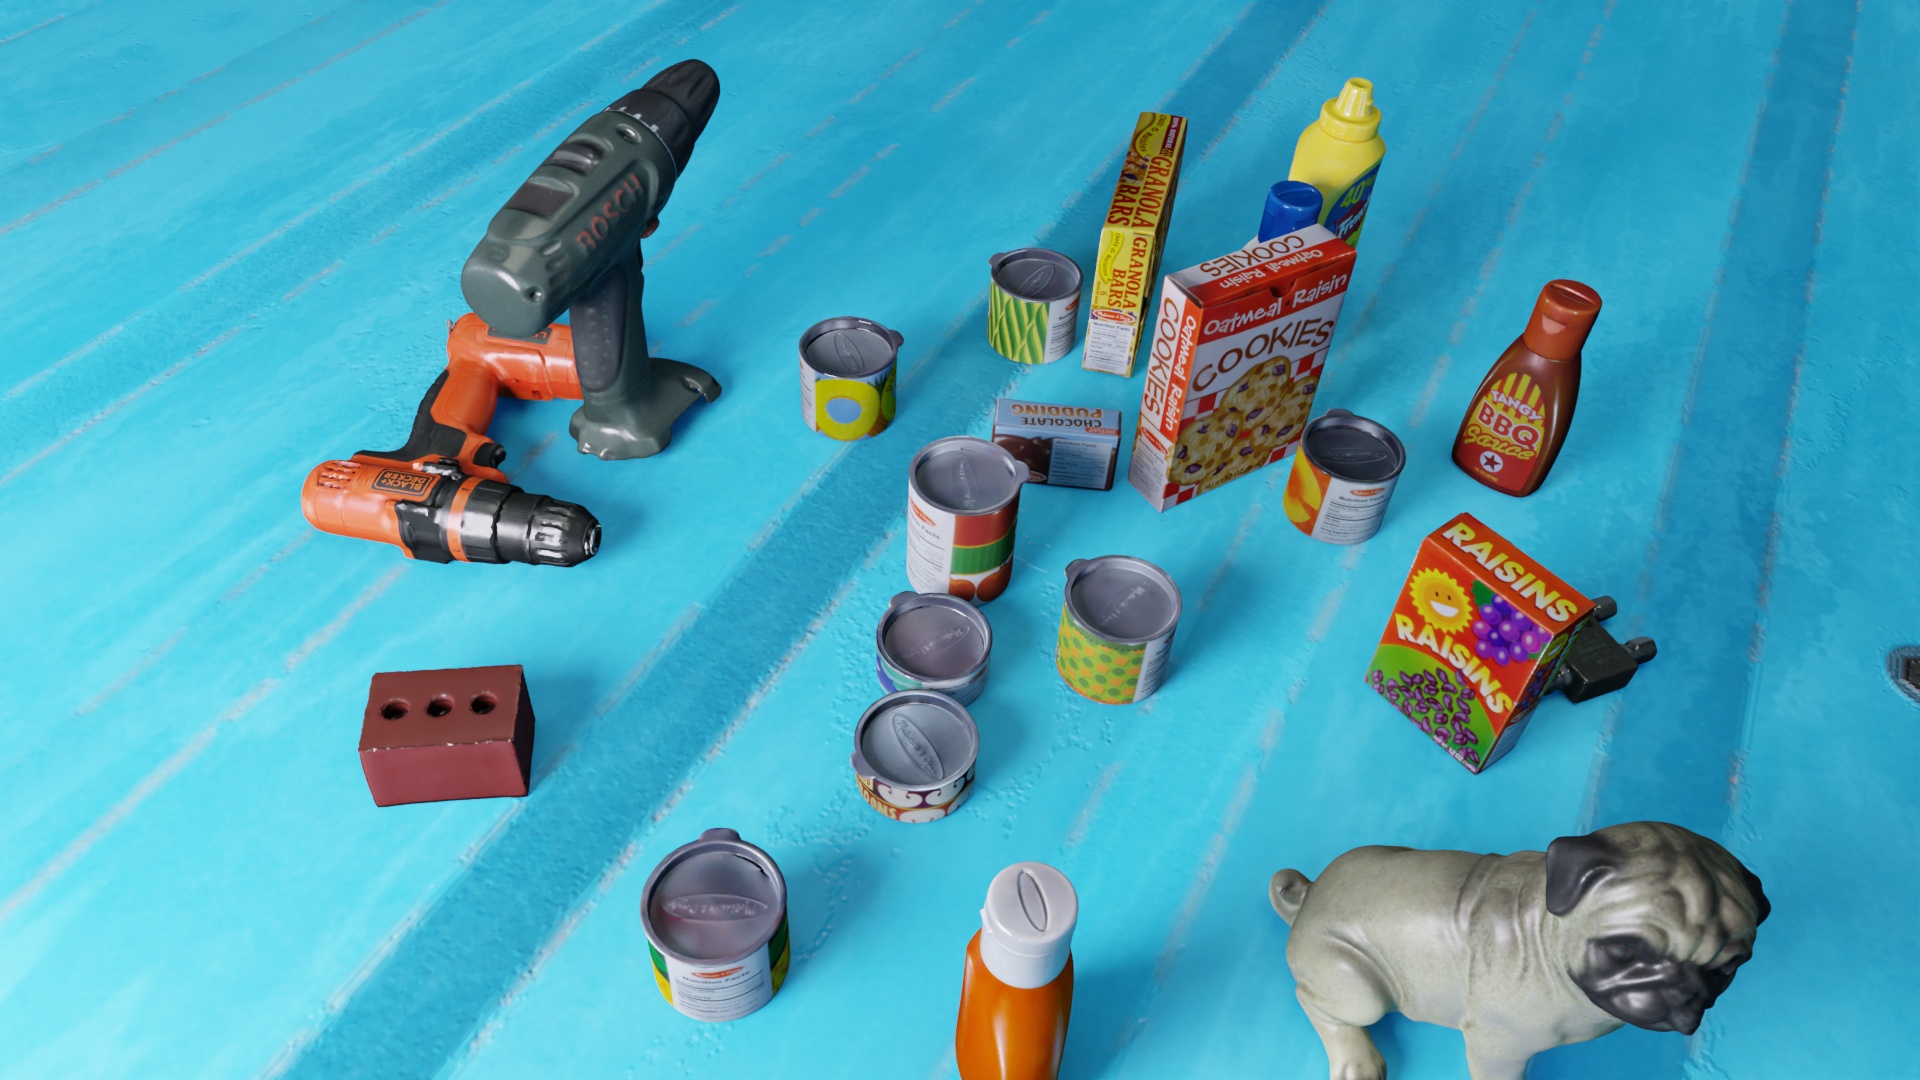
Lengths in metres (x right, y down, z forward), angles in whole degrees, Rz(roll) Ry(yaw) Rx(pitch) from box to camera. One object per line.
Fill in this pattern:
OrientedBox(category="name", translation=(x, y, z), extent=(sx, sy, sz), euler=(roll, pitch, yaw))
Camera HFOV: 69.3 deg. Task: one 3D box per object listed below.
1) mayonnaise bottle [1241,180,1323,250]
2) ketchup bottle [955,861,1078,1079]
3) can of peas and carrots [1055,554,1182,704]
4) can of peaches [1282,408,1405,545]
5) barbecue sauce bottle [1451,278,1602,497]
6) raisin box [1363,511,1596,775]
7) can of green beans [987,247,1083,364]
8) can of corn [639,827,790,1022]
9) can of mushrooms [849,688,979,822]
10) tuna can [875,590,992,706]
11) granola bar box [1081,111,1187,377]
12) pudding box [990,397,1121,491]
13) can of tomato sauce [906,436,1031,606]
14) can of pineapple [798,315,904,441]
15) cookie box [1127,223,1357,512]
OrientedBox(category="mayonnaise bottle", translation=(0.217, -0.177, 0.965), extent=(0.065, 0.147, 0.041), euler=(-15, 49, -18))
OrientedBox(category="ketchup bottle", translation=(0.024, 0.191, 0.591), extent=(0.043, 0.148, 0.065), euler=(-9, 47, -12))
OrientedBox(category="can of peas and carrots", translation=(0.087, 0.050, 0.796), extent=(0.071, 0.058, 0.071), euler=(2, 46, -2))
OrientedBox(category="can of peaches", translation=(0.246, -0.041, 0.897), extent=(0.071, 0.057, 0.071), euler=(2, 46, -2))
OrientedBox(category="barbecue sauce bottle", translation=(0.371, -0.099, 0.900), extent=(0.065, 0.147, 0.044), euler=(36, 54, 27))
OrientedBox(category="raisin box", translation=(0.280, 0.057, 0.759), extent=(0.040, 0.122, 0.086), euler=(-26, 53, -26))
OrientedBox(category="can of green beans", translation=(0.053, -0.170, 1.010), extent=(0.071, 0.057, 0.071), euler=(2, 46, -2))
OrientedBox(category="can of corn", translation=(-0.114, 0.181, 0.653), extent=(0.071, 0.058, 0.071), euler=(2, 46, -2))
OrientedBox(category="can of mushrooms", translation=(-0.026, 0.116, 0.741), extent=(0.071, 0.033, 0.071), euler=(2, 46, -2))
OrientedBox(category="tuna can", translation=(-0.017, 0.063, 0.794), extent=(0.071, 0.032, 0.071), euler=(2, 46, -2))
OrientedBox(category="granola bar box", translation=(0.129, -0.218, 1.016), extent=(0.039, 0.123, 0.166), euler=(12, 46, 8))
OrientedBox(category="pudding box", translation=(0.061, -0.063, 0.911), extent=(0.084, 0.049, 0.030), euler=(5, 46, 1))
OrientedBox(category="can of tomato sauce", translation=(0.003, -0.010, 0.832), extent=(0.071, 0.082, 0.071), euler=(2, 46, -2))
OrientedBox(category="can of pineapple", translation=(-0.074, -0.109, 0.940), extent=(0.071, 0.057, 0.071), euler=(2, 46, -2))
OrientedBox(category="cookie box", translation=(0.176, -0.107, 0.881), extent=(0.123, 0.166, 0.040), euler=(-23, 51, -24))
